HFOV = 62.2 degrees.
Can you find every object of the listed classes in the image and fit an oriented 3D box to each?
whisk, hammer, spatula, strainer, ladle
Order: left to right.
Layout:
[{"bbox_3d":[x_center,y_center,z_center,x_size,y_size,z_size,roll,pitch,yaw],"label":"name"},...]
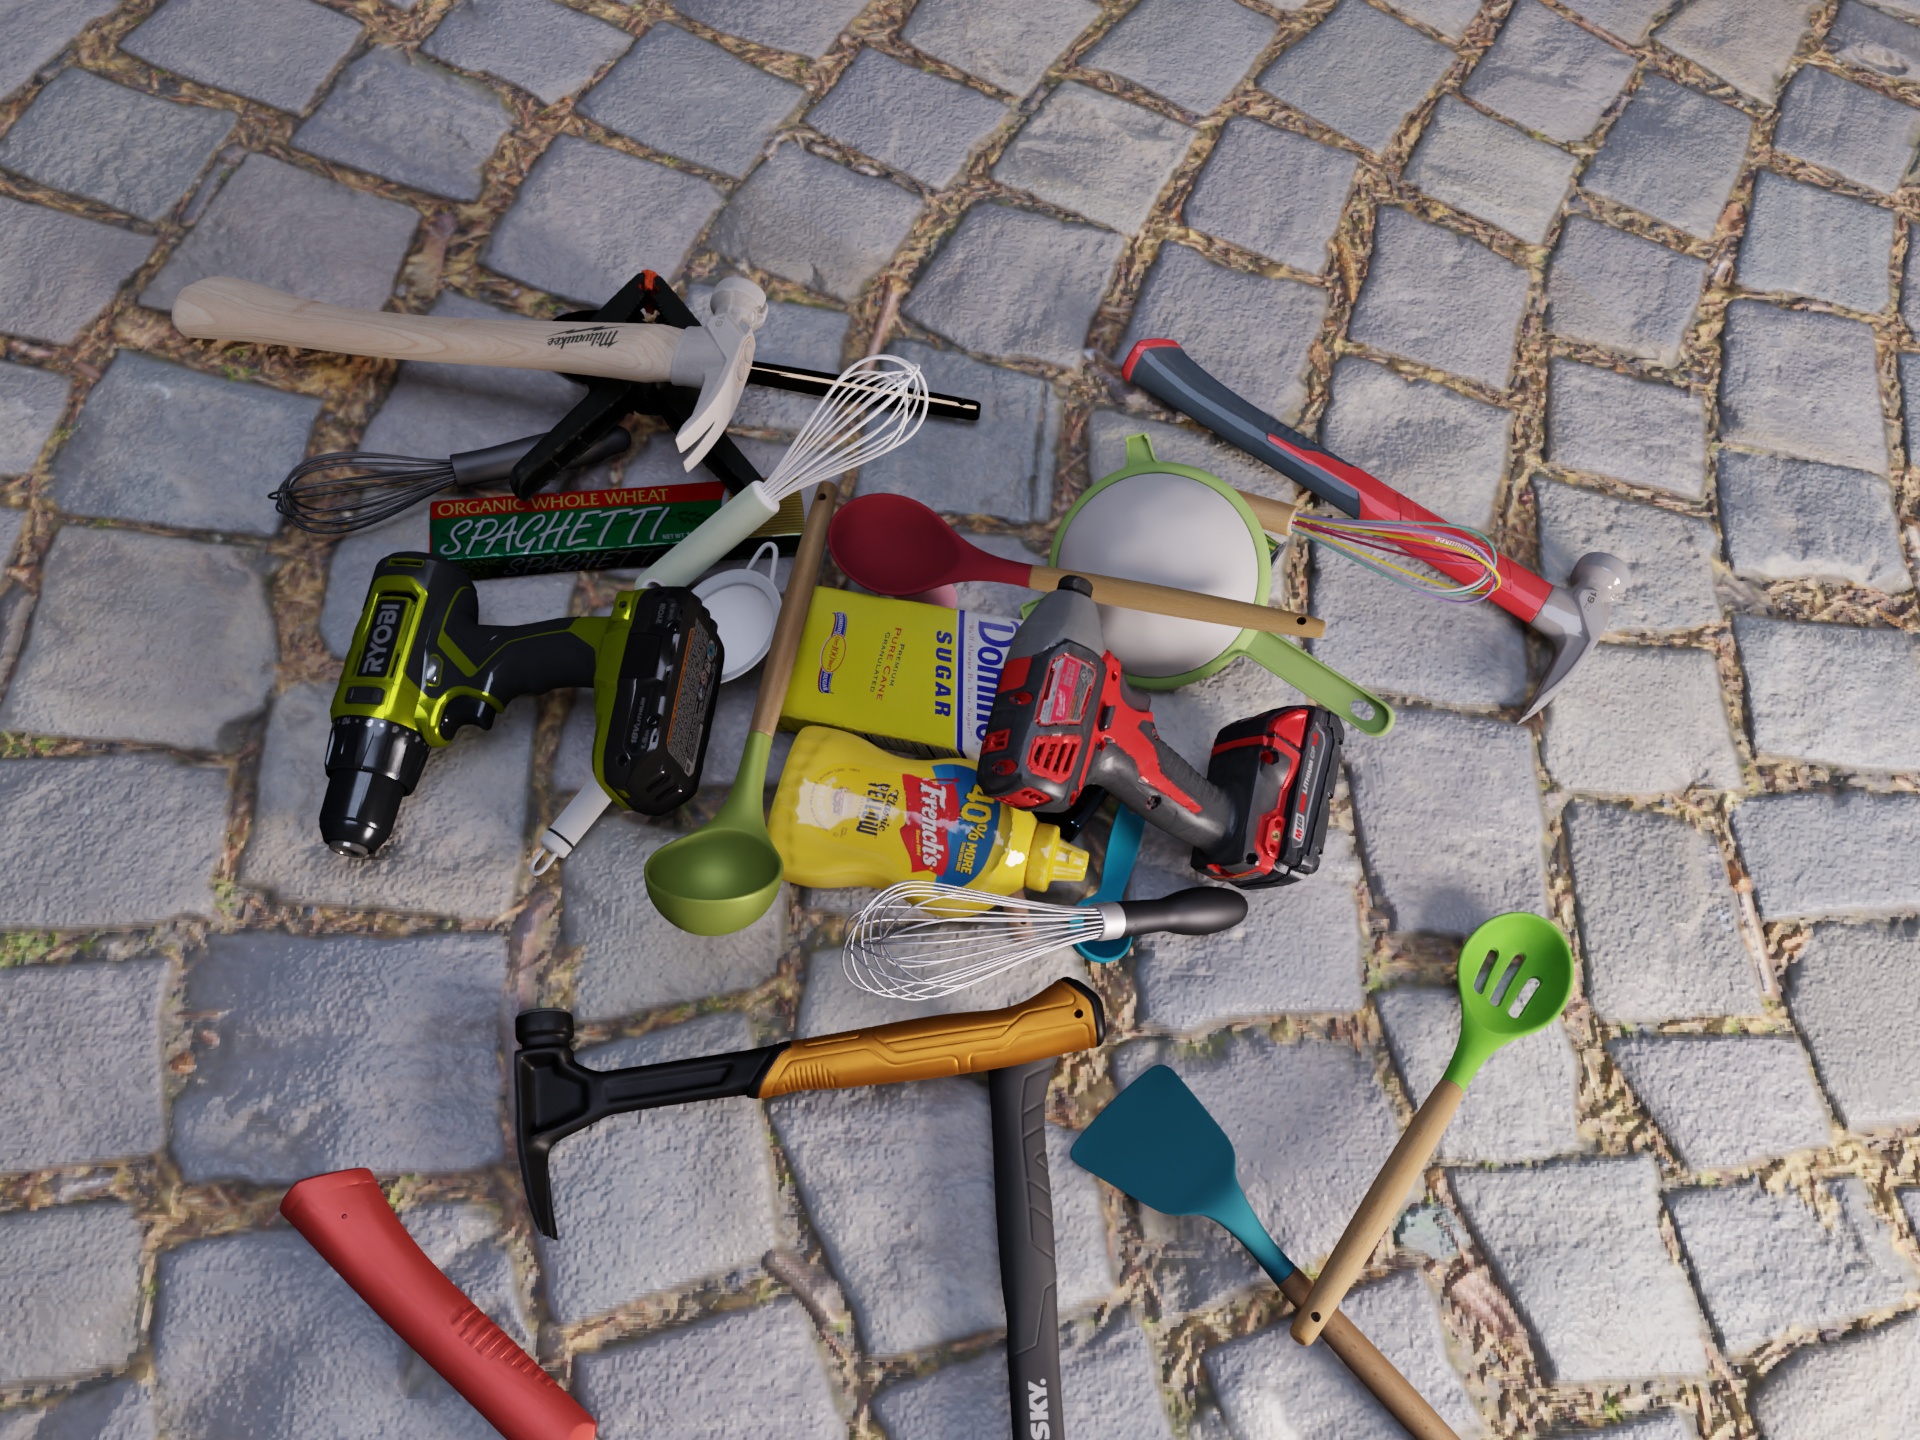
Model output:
[{"bbox_3d":[-0.343,-0.249,1.067,0.410,0.038,0.146,7,58,11],"label":"hammer"},{"bbox_3d":[-0.339,-0.169,1.070,0.239,0.055,0.055,-15,67,-17],"label":"whisk"},{"bbox_3d":[-0.226,0.370,0.826,0.359,0.036,0.149,38,66,11],"label":"hammer"},{"bbox_3d":[-0.188,-0.004,1.010,0.087,0.050,0.258,24,68,34],"label":"strainer"},{"bbox_3d":[-0.117,-0.019,0.958,0.078,0.062,0.320,7,63,9],"label":"ladle"},{"bbox_3d":[-0.119,-0.149,1.020,0.057,0.246,0.059,48,20,-19],"label":"whisk"},{"bbox_3d":[-0.083,0.202,0.902,0.337,0.034,0.127,-9,65,-3],"label":"hammer"},{"bbox_3d":[0.034,0.332,0.874,0.146,0.035,0.335,0,64,-7],"label":"hammer"},{"bbox_3d":[0.058,0.121,0.931,0.284,0.070,0.070,-1,62,-32],"label":"whisk"},{"bbox_3d":[0.070,-0.087,0.994,0.315,0.031,0.069,12,73,11],"label":"ladle"},{"bbox_3d":[0.164,-0.065,1.019,0.256,0.069,0.151,35,102,14],"label":"strainer"},{"bbox_3d":[0.200,0.333,0.900,0.082,0.044,0.317,-39,79,-22],"label":"spatula"},{"bbox_3d":[0.249,-0.133,1.087,0.245,0.047,0.051,21,100,23],"label":"whisk"},{"bbox_3d":[0.275,-0.151,1.133,0.386,0.038,0.143,33,67,10],"label":"hammer"}]

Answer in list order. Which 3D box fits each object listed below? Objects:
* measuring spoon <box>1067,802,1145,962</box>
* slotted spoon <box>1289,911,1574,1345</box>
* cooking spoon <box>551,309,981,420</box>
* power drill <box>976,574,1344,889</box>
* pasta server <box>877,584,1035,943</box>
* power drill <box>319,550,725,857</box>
[{"bbox_3d":[0.095,0.099,1.007,0.042,0.021,0.129,25,54,-7],"label":"measuring spoon"},{"bbox_3d":[0.275,0.234,0.935,0.070,0.031,0.314,36,60,12],"label":"slotted spoon"},{"bbox_3d":[-0.143,-0.250,1.145,0.319,0.017,0.069,10,64,0],"label":"cooking spoon"},{"bbox_3d":[0.120,0.010,0.963,0.219,0.078,0.143,23,70,-23],"label":"power drill"},{"bbox_3d":[-0.002,-0.003,1.039,0.060,0.040,0.316,-12,70,-12],"label":"pasta server"},{"bbox_3d":[-0.272,-0.005,0.961,0.228,0.080,0.191,3,67,12],"label":"power drill"}]
